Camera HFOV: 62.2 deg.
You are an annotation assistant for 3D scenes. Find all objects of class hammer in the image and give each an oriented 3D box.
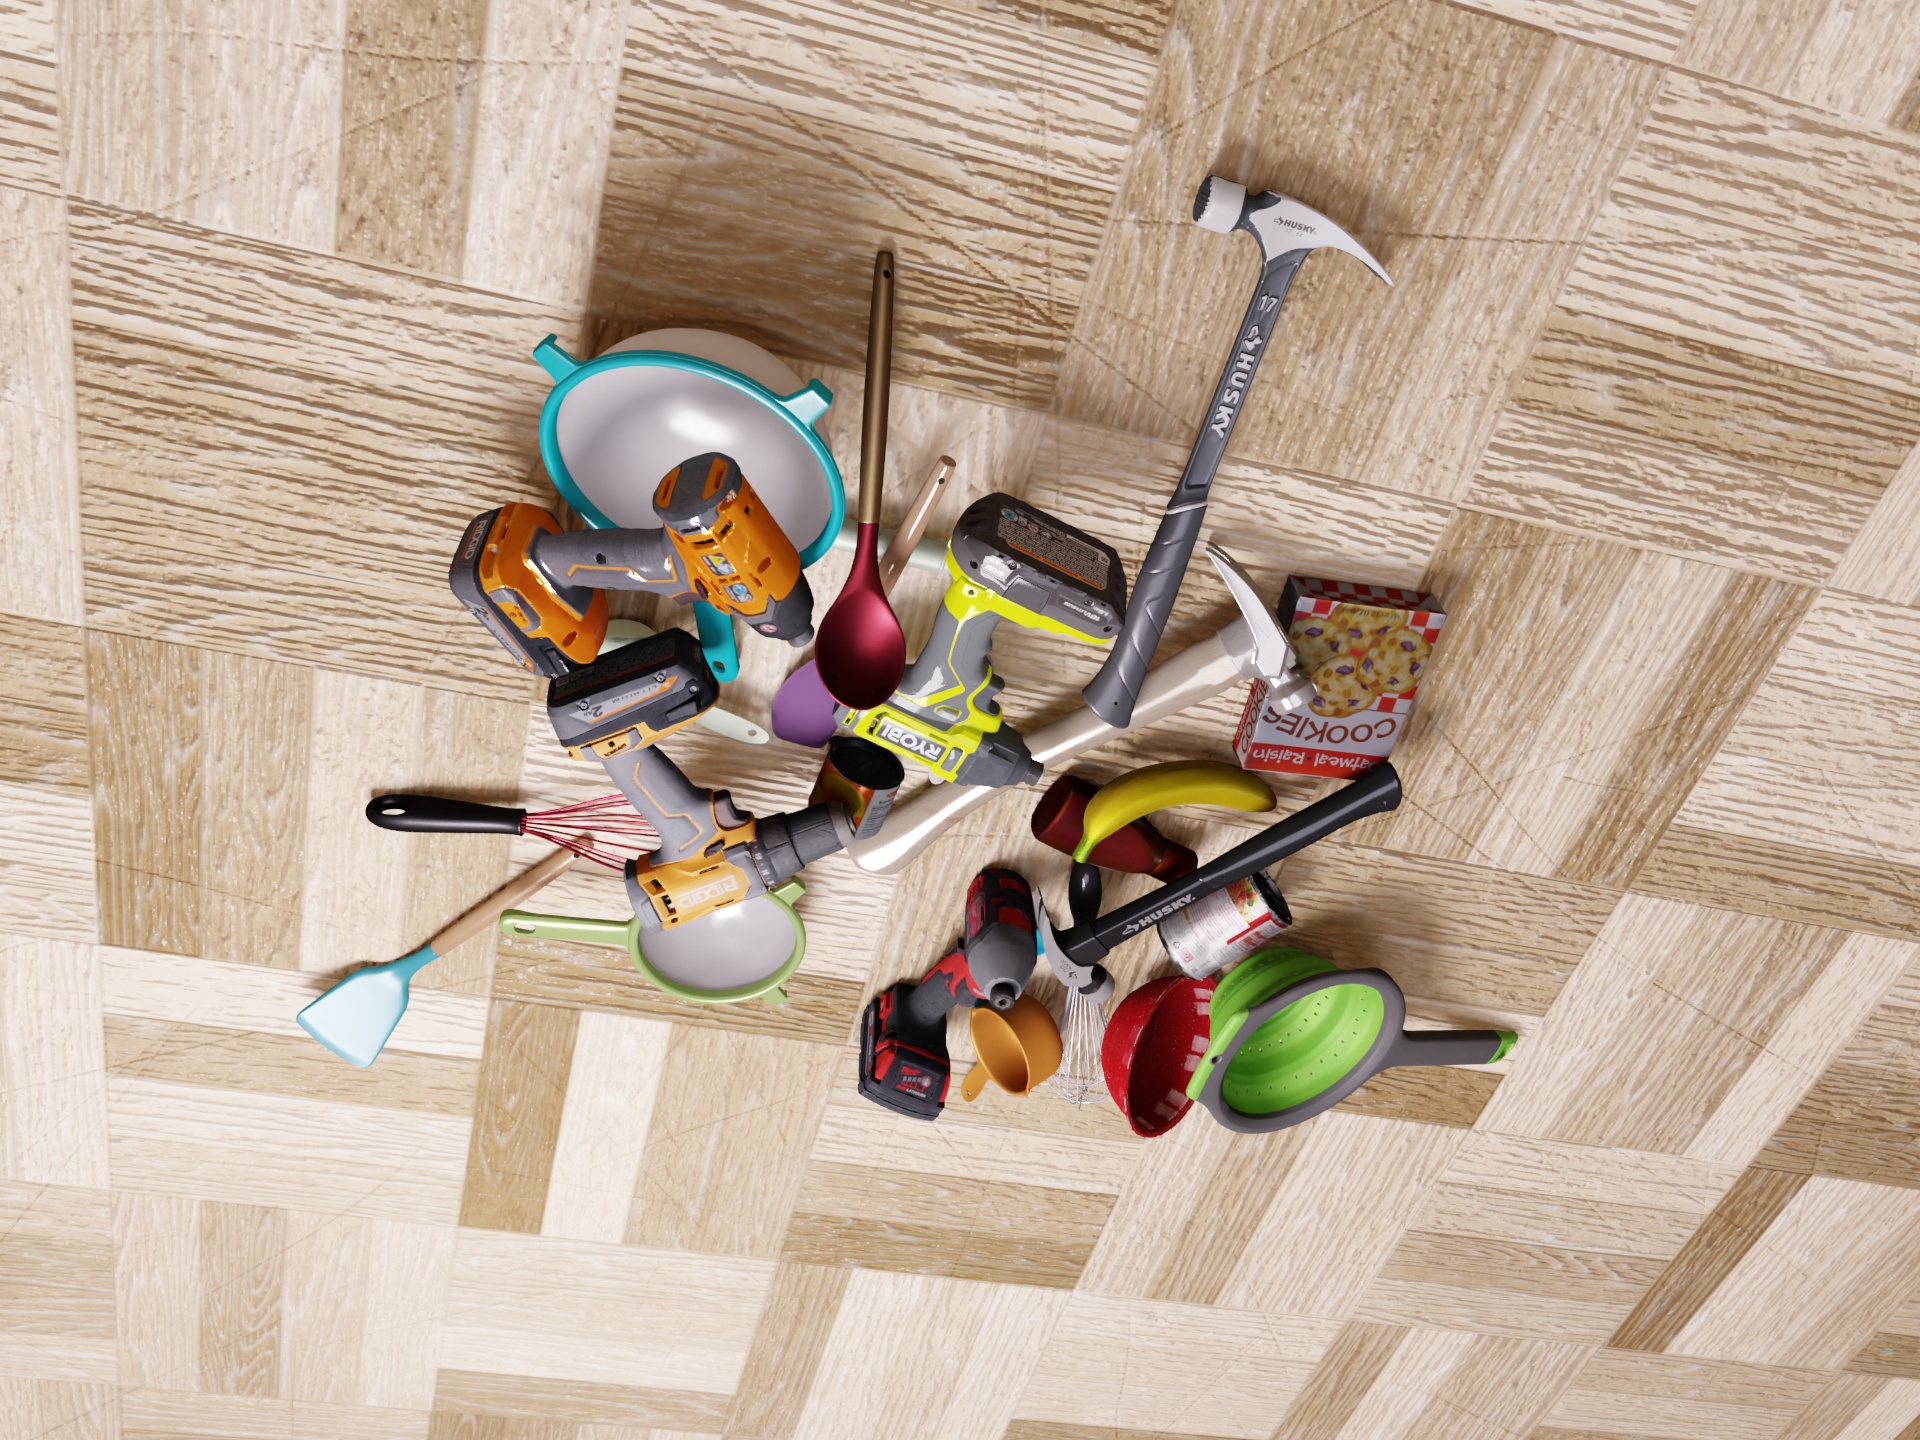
[{"bbox_3d":[0.176,-0.174,1.158,0.149,0.036,0.408,12,116,-13],"label":"hammer"},{"bbox_3d":[0.216,0.125,1.337,0.335,0.035,0.146,-30,133,12],"label":"hammer"},{"bbox_3d":[0.072,0.011,1.293,0.410,0.038,0.146,-29,100,20],"label":"hammer"}]

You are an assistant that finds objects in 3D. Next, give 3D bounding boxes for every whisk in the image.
[{"bbox_3d":[0.111,0.245,1.463,0.070,0.070,0.284,-3,120,-3],"label":"whisk"},{"bbox_3d":[-0.341,0.086,1.311,0.296,0.073,0.073,5,124,-2],"label":"whisk"},{"bbox_3d":[-0.006,-0.122,1.205,0.246,0.059,0.058,12,86,-9],"label":"whisk"}]

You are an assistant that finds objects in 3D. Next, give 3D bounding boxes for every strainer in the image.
[{"bbox_3d":[-0.260,0.166,1.365,0.256,0.069,0.151,6,127,-9],"label":"strainer"},{"bbox_3d":[-0.175,-0.160,1.143,0.211,0.095,0.340,10,146,5],"label":"strainer"}]

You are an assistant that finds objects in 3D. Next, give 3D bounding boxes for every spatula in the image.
[{"bbox_3d":[-0.439,0.194,1.386,0.317,0.044,0.082,-34,117,17],"label":"spatula"},{"bbox_3d":[-0.074,-0.081,1.209,0.059,0.018,0.315,17,134,-19],"label":"spatula"}]

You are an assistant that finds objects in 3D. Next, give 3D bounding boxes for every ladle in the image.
[{"bbox_3d":[-0.063,-0.164,1.110,0.069,0.031,0.315,-1,102,-24],"label":"ladle"}]

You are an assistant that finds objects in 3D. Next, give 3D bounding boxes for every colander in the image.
[{"bbox_3d":[0.366,0.284,1.502,0.396,0.095,0.204,6,122,-31],"label":"colander"}]

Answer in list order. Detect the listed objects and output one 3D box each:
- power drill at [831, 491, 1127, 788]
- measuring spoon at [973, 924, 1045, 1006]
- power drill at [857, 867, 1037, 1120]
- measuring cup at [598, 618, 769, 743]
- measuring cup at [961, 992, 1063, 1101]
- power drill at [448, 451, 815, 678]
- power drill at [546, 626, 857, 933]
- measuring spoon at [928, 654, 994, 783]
[{"bbox_3d":[0.024,-0.046,1.187,0.171,0.080,0.223,25,129,-12],"label":"power drill"},{"bbox_3d":[0.043,0.223,1.467,0.042,0.021,0.128,17,131,-24],"label":"measuring spoon"},{"bbox_3d":[-0.006,0.246,1.400,0.078,0.143,0.219,25,122,-18],"label":"power drill"},{"bbox_3d":[-0.226,-0.026,1.255,0.167,0.038,0.083,25,119,-23],"label":"measuring cup"},{"bbox_3d":[0.044,0.318,1.506,0.052,0.095,0.173,-24,158,-29],"label":"measuring cup"},{"bbox_3d":[-0.216,-0.094,1.099,0.226,0.084,0.164,-8,141,23],"label":"power drill"},{"bbox_3d":[-0.196,0.045,1.221,0.185,0.084,0.226,-20,119,0],"label":"power drill"},{"bbox_3d":[-0.002,-0.004,1.290,0.034,0.018,0.124,22,113,6],"label":"measuring spoon"}]
